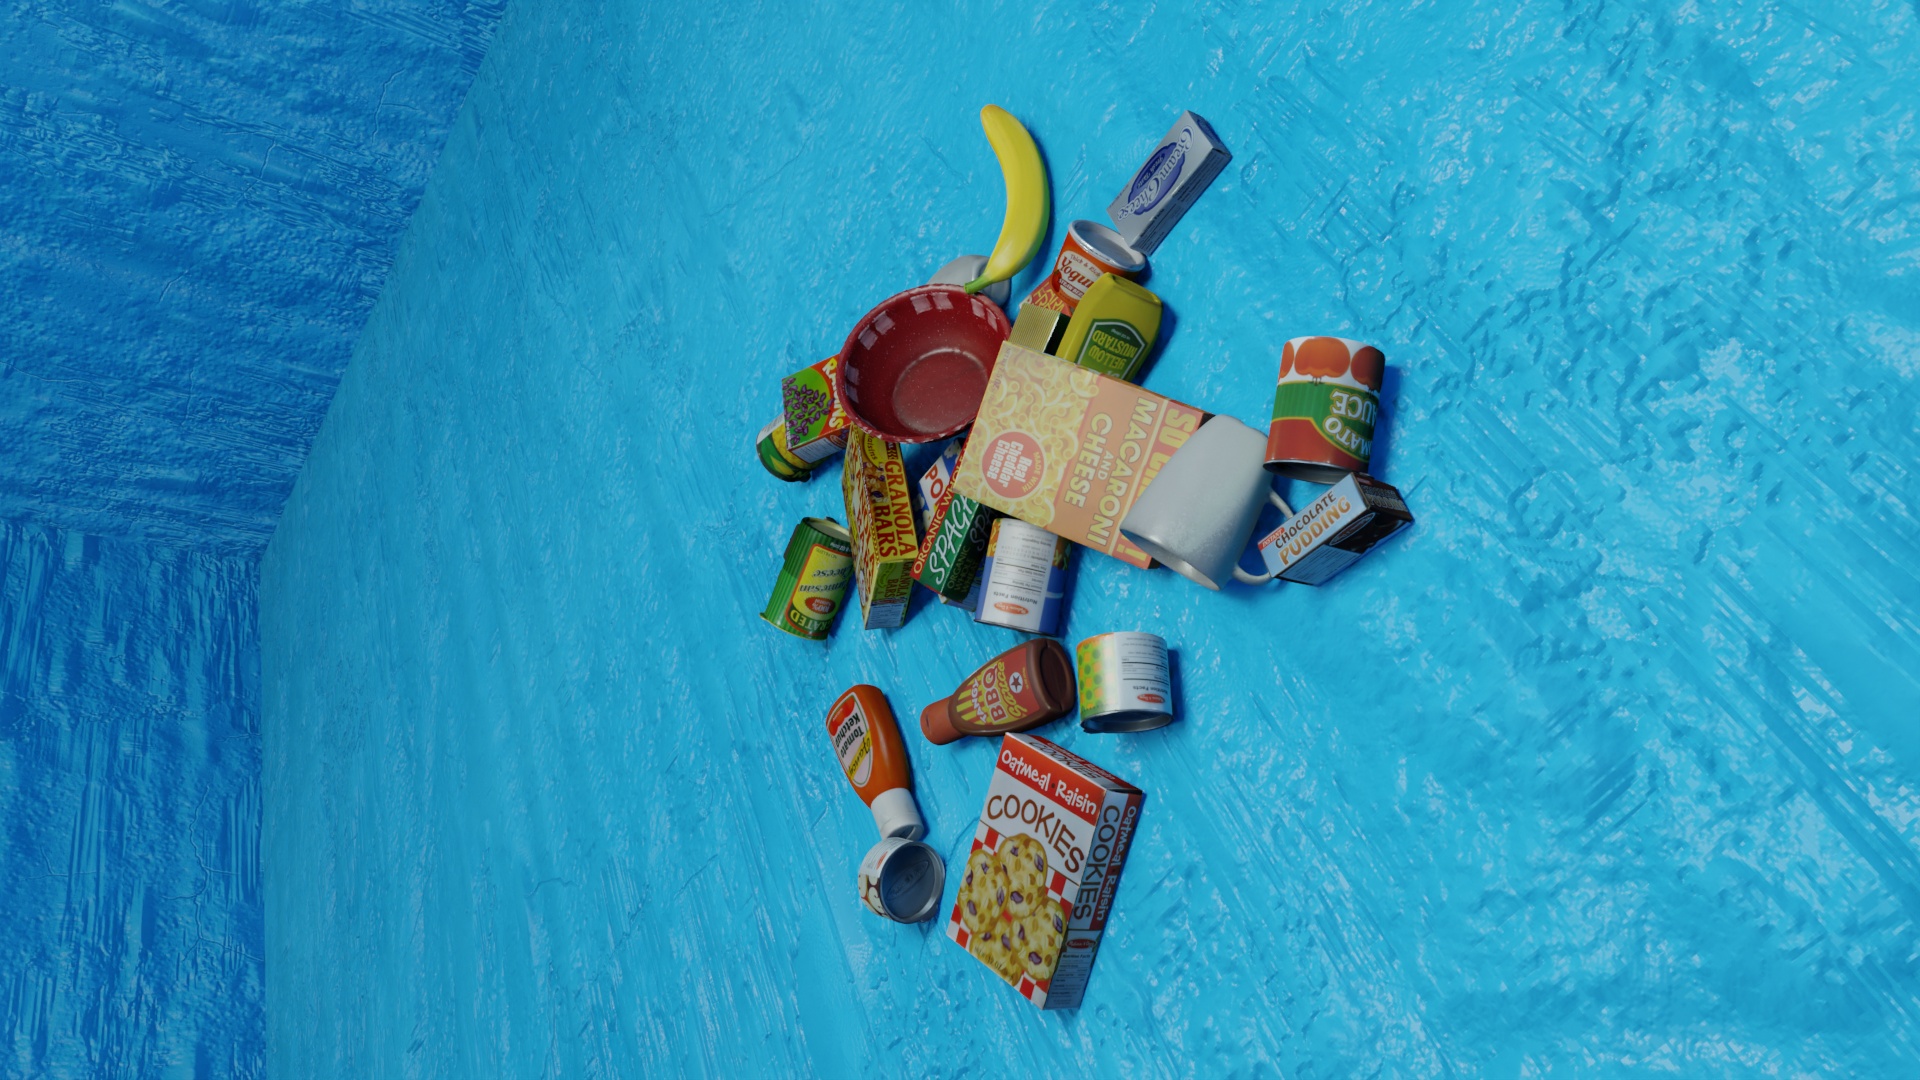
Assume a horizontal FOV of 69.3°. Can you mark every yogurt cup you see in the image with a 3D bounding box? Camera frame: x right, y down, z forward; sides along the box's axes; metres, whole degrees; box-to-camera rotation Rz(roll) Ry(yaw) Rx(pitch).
[{"bbox_3d":[0.106,-0.217,1.111,0.053,0.072,0.073,-60,39,32],"label":"yogurt cup"}]

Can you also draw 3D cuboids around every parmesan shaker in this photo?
[{"bbox_3d":[-0.143,0.036,1.335,0.071,0.071,0.103,35,106,51],"label":"parmesan shaker"}]

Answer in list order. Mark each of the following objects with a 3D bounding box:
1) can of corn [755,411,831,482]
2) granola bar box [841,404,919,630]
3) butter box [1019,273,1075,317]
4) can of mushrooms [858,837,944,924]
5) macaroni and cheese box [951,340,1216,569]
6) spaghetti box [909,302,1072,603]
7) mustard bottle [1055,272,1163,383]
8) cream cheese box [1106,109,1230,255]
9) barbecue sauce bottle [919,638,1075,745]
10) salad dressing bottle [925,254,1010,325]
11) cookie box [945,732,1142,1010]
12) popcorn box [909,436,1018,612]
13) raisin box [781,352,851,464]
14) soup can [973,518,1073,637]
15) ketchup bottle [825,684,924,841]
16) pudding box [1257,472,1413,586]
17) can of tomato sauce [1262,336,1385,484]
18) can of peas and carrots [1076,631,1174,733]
[{"bbox_3d":[-0.163,-0.099,1.414,0.058,0.071,0.071,-33,54,41],"label":"can of corn"},{"bbox_3d":[-0.073,-0.021,1.251,0.123,0.039,0.166,107,156,-56],"label":"granola bar box"},{"bbox_3d":[0.083,-0.171,1.157,0.053,0.024,0.104,-39,50,38],"label":"butter box"},{"bbox_3d":[-0.048,0.280,1.138,0.033,0.071,0.071,-3,76,51],"label":"can of mushrooms"},{"bbox_3d":[0.091,-0.065,1.037,0.166,0.040,0.123,23,100,23],"label":"macaroni and cheese box"},{"bbox_3d":[0.027,-0.071,1.131,0.050,0.028,0.250,26,94,50],"label":"spaghetti box"},{"bbox_3d":[0.100,-0.127,1.088,0.049,0.065,0.159,-95,29,-65],"label":"mustard bottle"},{"bbox_3d":[0.163,-0.280,1.092,0.103,0.024,0.053,-49,46,30],"label":"cream cheese box"},{"bbox_3d":[0.026,0.129,1.111,0.148,0.044,0.065,-29,65,44],"label":"barbecue sauce bottle"},{"bbox_3d":[-0.017,-0.221,1.286,0.147,0.044,0.064,-11,71,51],"label":"salad dressing bottle"},{"bbox_3d":[0.061,0.242,1.033,0.123,0.040,0.167,21,96,53],"label":"cookie box"},{"bbox_3d":[0.004,-0.015,1.192,0.085,0.038,0.127,-48,45,30],"label":"popcorn box"},{"bbox_3d":[-0.111,-0.136,1.346,0.123,0.040,0.086,-21,60,23],"label":"raisin box"},{"bbox_3d":[0.051,0.030,1.098,0.071,0.071,0.084,4,81,52],"label":"soup can"},{"bbox_3d":[-0.072,0.199,1.213,0.064,0.043,0.149,-53,43,26],"label":"ketchup bottle"},{"bbox_3d":[0.238,-0.005,0.882,0.083,0.050,0.030,-42,50,37],"label":"pudding box"},{"bbox_3d":[0.237,-0.083,0.896,0.071,0.071,0.083,3,80,52],"label":"can of tomato sauce"},{"bbox_3d":[0.115,0.102,0.989,0.070,0.071,0.059,-25,59,45],"label":"can of peas and carrots"}]
